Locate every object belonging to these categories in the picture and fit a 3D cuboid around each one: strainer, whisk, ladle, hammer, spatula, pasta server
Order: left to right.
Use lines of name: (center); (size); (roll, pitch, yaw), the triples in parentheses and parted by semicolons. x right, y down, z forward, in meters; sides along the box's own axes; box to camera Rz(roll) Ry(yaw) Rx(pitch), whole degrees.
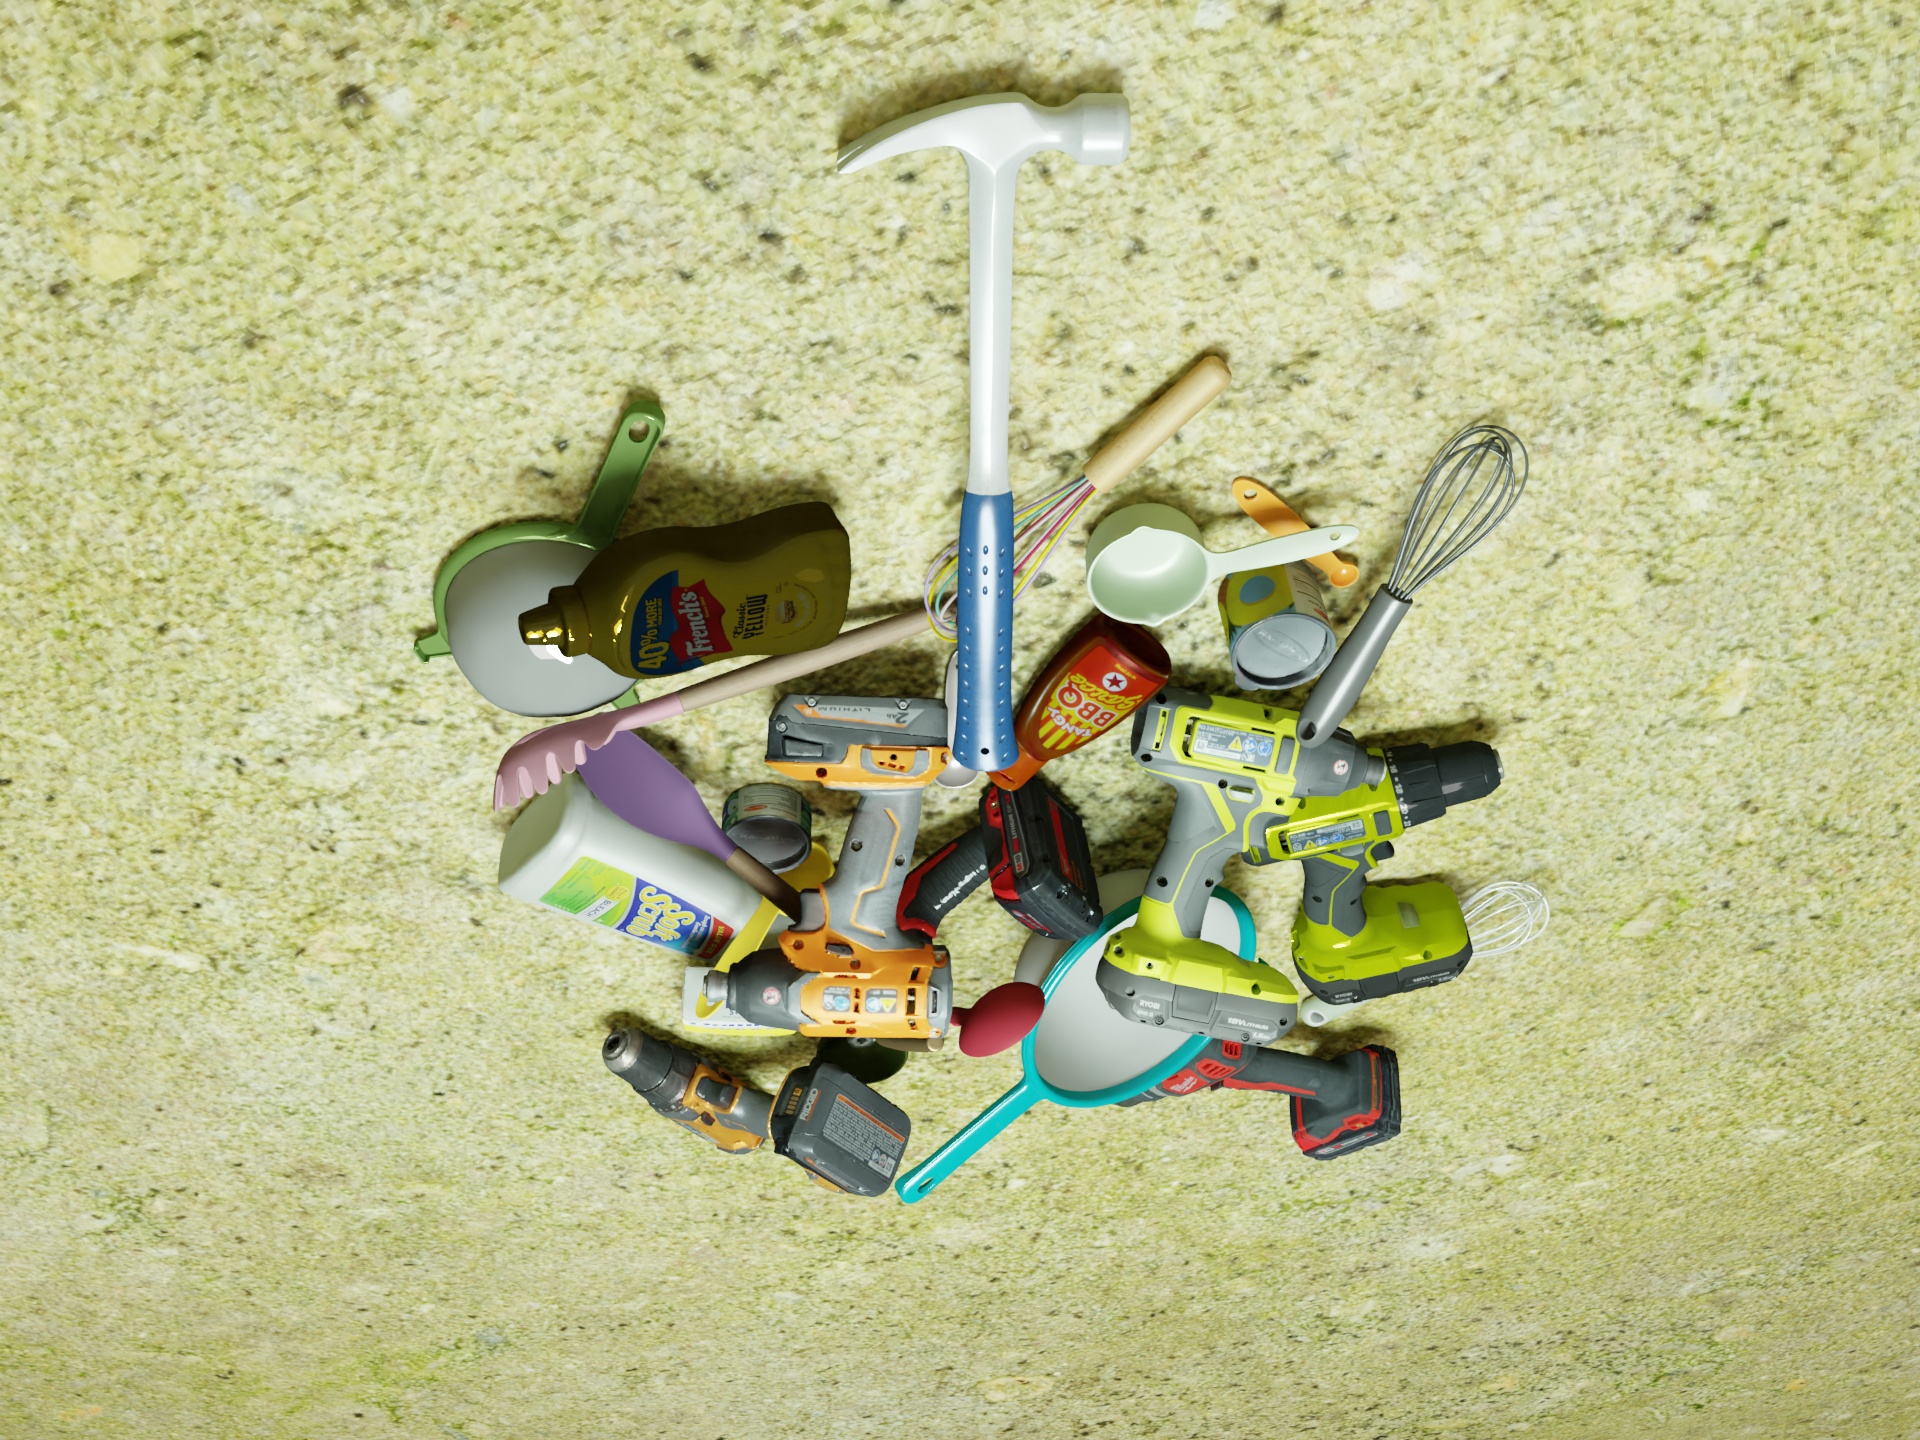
strainer: (-0.230, -0.079, 0.955); (0.151, 0.069, 0.256); (18, 134, -21)
pasta server: (-0.149, -0.014, 1.009); (0.316, 0.060, 0.040); (-19, 95, -5)
spatula: (-0.139, 0.110, 1.094); (0.316, 0.018, 0.059); (39, 112, -1)
ladle: (-0.054, 0.257, 1.227); (0.078, 0.062, 0.320); (7, 169, -12)
ladle: (-0.007, 0.226, 1.214); (0.031, 0.069, 0.315); (49, 161, -3)
hammer: (0.010, -0.140, 0.891); (0.144, 0.035, 0.405); (-1, 126, -2)
strainer: (0.069, 0.230, 1.225); (0.340, 0.095, 0.210); (-40, 135, -2)
whisk: (0.067, -0.127, 0.950); (0.051, 0.047, 0.245); (32, 122, -30)
whisk: (0.273, -0.076, 0.986); (0.055, 0.055, 0.238); (15, 122, -19)
whisk: (0.377, 0.197, 1.311); (0.057, 0.059, 0.246); (44, 127, -10)

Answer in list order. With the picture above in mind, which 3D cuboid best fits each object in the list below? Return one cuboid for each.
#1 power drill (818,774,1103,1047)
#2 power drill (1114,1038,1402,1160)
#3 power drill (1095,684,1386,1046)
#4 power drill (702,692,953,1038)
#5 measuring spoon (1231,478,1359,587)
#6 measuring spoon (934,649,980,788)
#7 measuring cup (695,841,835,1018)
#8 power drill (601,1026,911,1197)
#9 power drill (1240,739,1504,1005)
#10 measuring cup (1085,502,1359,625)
power drill: (-0.014, 0.141, 1.152); (0.219, 0.143, 0.078); (-29, 133, 21)
power drill: (0.250, 0.320, 1.399); (0.226, 0.080, 0.188); (20, 145, -20)
power drill: (0.187, 0.099, 1.086); (0.171, 0.080, 0.223); (12, 96, -3)
power drill: (-0.085, 0.096, 1.049); (0.164, 0.084, 0.226); (2, 91, -6)
measuring spoon: (0.209, -0.119, 0.994); (0.116, 0.011, 0.021); (34, 125, -28)
measuring spoon: (-0.002, -0.004, 1.097); (0.034, 0.018, 0.124); (-2, 130, -7)
measuring cup: (-0.143, 0.156, 1.159); (0.062, 0.156, 0.029); (18, 150, 27)
power drill: (-0.176, 0.315, 1.319); (0.226, 0.084, 0.185); (0, 147, 40)
power drill: (0.315, 0.108, 1.190); (0.190, 0.080, 0.228); (-14, 133, 12)
measuring cup: (0.158, -0.109, 0.980); (0.167, 0.038, 0.083); (-11, 136, 5)
